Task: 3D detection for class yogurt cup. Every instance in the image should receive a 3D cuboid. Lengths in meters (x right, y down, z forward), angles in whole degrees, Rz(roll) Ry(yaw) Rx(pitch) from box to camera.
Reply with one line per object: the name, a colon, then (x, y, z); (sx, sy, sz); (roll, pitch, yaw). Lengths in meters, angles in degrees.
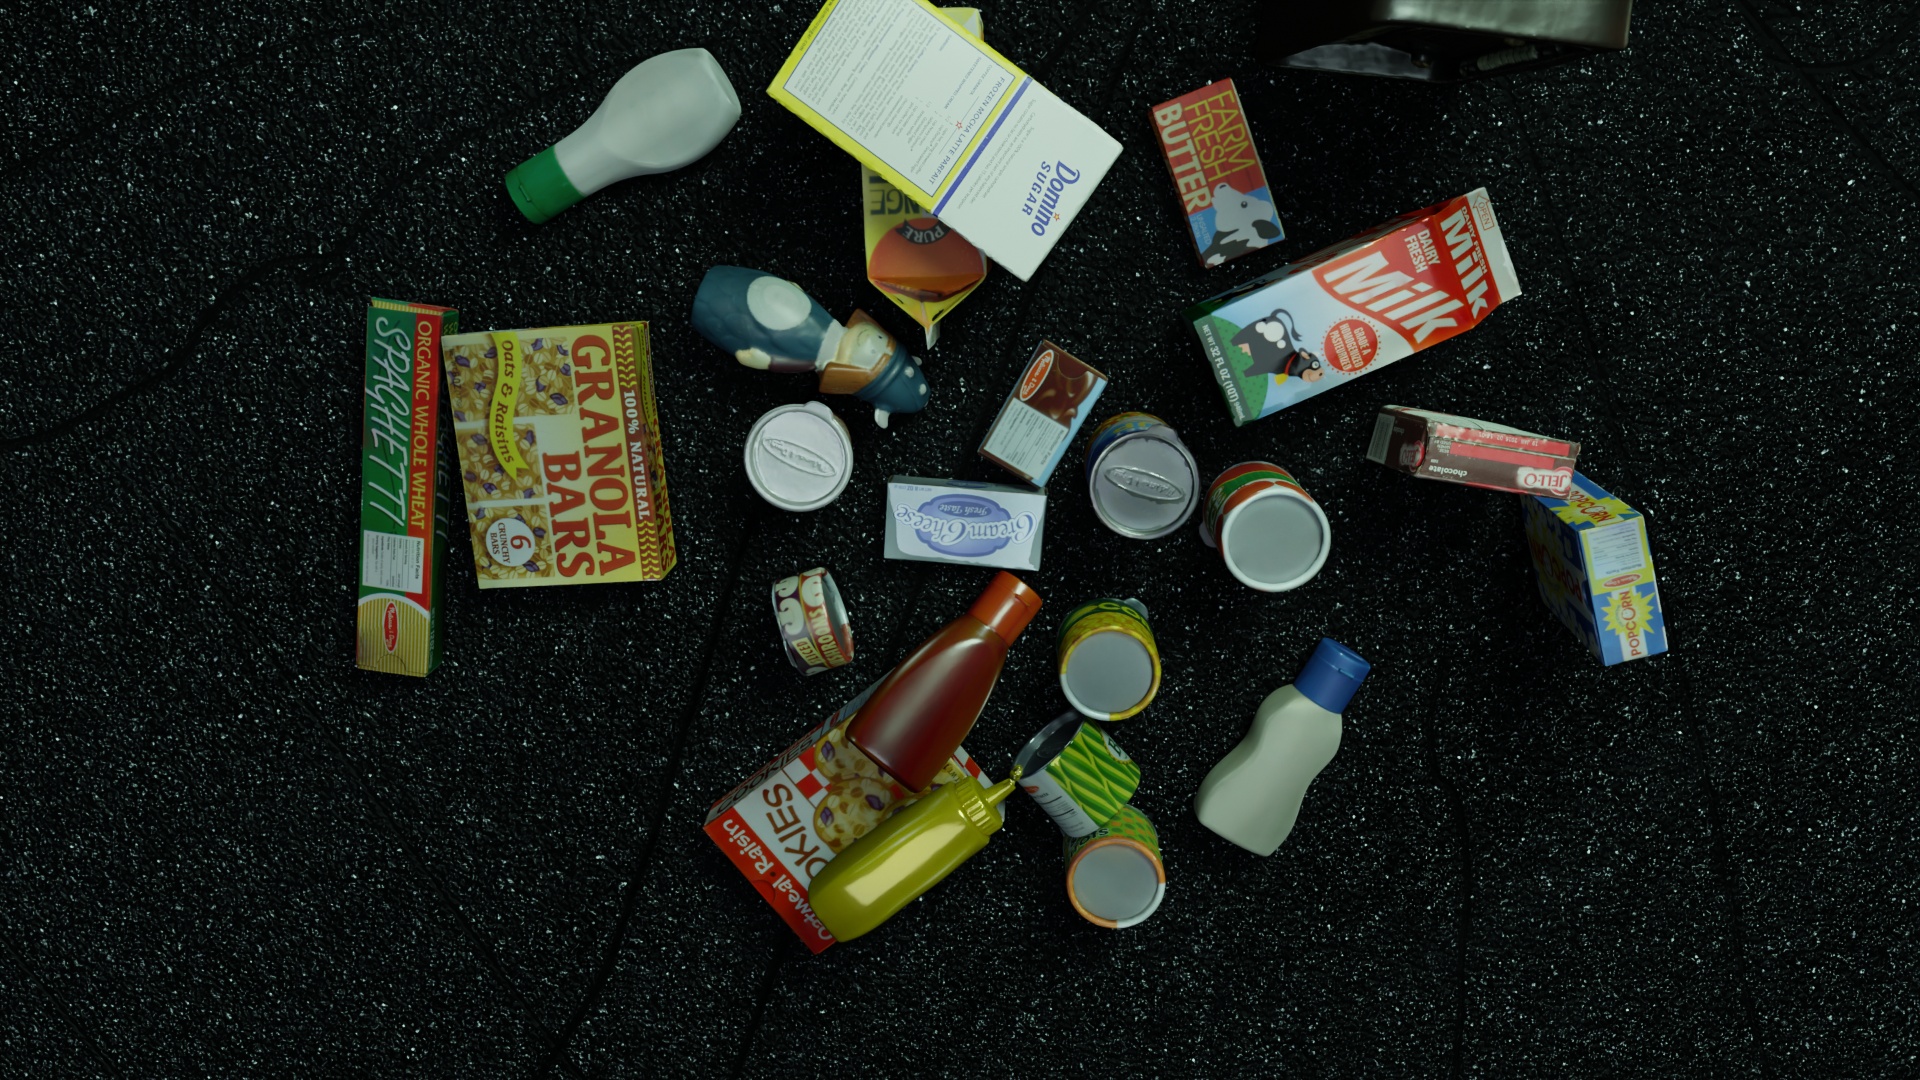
yogurt cup: (-0.100, -0.057, 0.884); (0.072, 0.054, 0.072); (1, 104, 3)

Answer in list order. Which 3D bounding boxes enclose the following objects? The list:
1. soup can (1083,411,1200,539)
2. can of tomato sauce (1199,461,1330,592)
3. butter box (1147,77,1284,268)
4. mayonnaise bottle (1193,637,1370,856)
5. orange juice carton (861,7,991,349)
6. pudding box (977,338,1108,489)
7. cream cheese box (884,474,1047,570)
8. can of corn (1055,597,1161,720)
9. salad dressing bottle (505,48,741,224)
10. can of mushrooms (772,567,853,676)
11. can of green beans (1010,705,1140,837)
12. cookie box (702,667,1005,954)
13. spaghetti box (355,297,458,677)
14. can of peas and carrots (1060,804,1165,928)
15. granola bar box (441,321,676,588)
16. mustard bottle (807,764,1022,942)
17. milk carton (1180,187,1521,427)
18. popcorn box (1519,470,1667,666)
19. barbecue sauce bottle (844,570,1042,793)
soup can: (0.112, -0.045, 0.863); (0.071, 0.084, 0.071); (0, 104, 2)
can of tomato sauce: (0.188, -0.009, 0.868); (0.071, 0.083, 0.071); (0, 104, 2)
butter box: (0.156, -0.224, 0.849); (0.053, 0.024, 0.103); (-21, 102, 7)
mayonnaise bottle: (0.218, 0.135, 0.925); (0.065, 0.041, 0.147); (29, 102, -6)
orange juice carton: (-0.020, -0.214, 0.834); (0.073, 0.072, 0.192); (-1, 103, 4)
pudding box: (0.052, -0.081, 0.885); (0.049, 0.030, 0.083); (30, 103, -4)
cream cheese box: (0.003, -0.011, 0.906); (0.104, 0.024, 0.053); (4, 105, 2)
can of corn: (0.098, 0.075, 0.905); (0.071, 0.058, 0.071); (1, 104, 2)
salad dressing bottle: (-0.208, -0.245, 0.850); (0.147, 0.044, 0.064); (-27, 103, 9)
can of mushrooms: (-0.095, 0.054, 0.902); (0.033, 0.071, 0.071); (-17, 102, 5)
can of green beans: (0.077, 0.153, 0.921); (0.071, 0.071, 0.058); (-41, 99, 11)
cookie box: (-0.072, 0.186, 0.949); (0.167, 0.040, 0.123); (-37, 100, 10)
spaghetti box: (-0.364, -0.033, 0.914); (0.050, 0.029, 0.249); (8, 104, 1)
can of peas and carrots: (0.101, 0.218, 0.939); (0.071, 0.059, 0.070); (0, 103, 2)
granola bar box: (-0.257, -0.055, 0.899); (0.124, 0.039, 0.165); (-3, 103, 4)
mustard bottle: (-0.023, 0.196, 0.897); (0.160, 0.065, 0.049); (-35, 96, 5)
milk carton: (0.237, -0.142, 0.840); (0.190, 0.073, 0.072); (-22, 102, 7)
popcorn box: (0.381, 0.013, 0.843); (0.038, 0.127, 0.085); (-14, 103, 10)
barbecue sauce bottle: (-0.006, 0.087, 0.896); (0.065, 0.043, 0.149); (42, 78, -15)
